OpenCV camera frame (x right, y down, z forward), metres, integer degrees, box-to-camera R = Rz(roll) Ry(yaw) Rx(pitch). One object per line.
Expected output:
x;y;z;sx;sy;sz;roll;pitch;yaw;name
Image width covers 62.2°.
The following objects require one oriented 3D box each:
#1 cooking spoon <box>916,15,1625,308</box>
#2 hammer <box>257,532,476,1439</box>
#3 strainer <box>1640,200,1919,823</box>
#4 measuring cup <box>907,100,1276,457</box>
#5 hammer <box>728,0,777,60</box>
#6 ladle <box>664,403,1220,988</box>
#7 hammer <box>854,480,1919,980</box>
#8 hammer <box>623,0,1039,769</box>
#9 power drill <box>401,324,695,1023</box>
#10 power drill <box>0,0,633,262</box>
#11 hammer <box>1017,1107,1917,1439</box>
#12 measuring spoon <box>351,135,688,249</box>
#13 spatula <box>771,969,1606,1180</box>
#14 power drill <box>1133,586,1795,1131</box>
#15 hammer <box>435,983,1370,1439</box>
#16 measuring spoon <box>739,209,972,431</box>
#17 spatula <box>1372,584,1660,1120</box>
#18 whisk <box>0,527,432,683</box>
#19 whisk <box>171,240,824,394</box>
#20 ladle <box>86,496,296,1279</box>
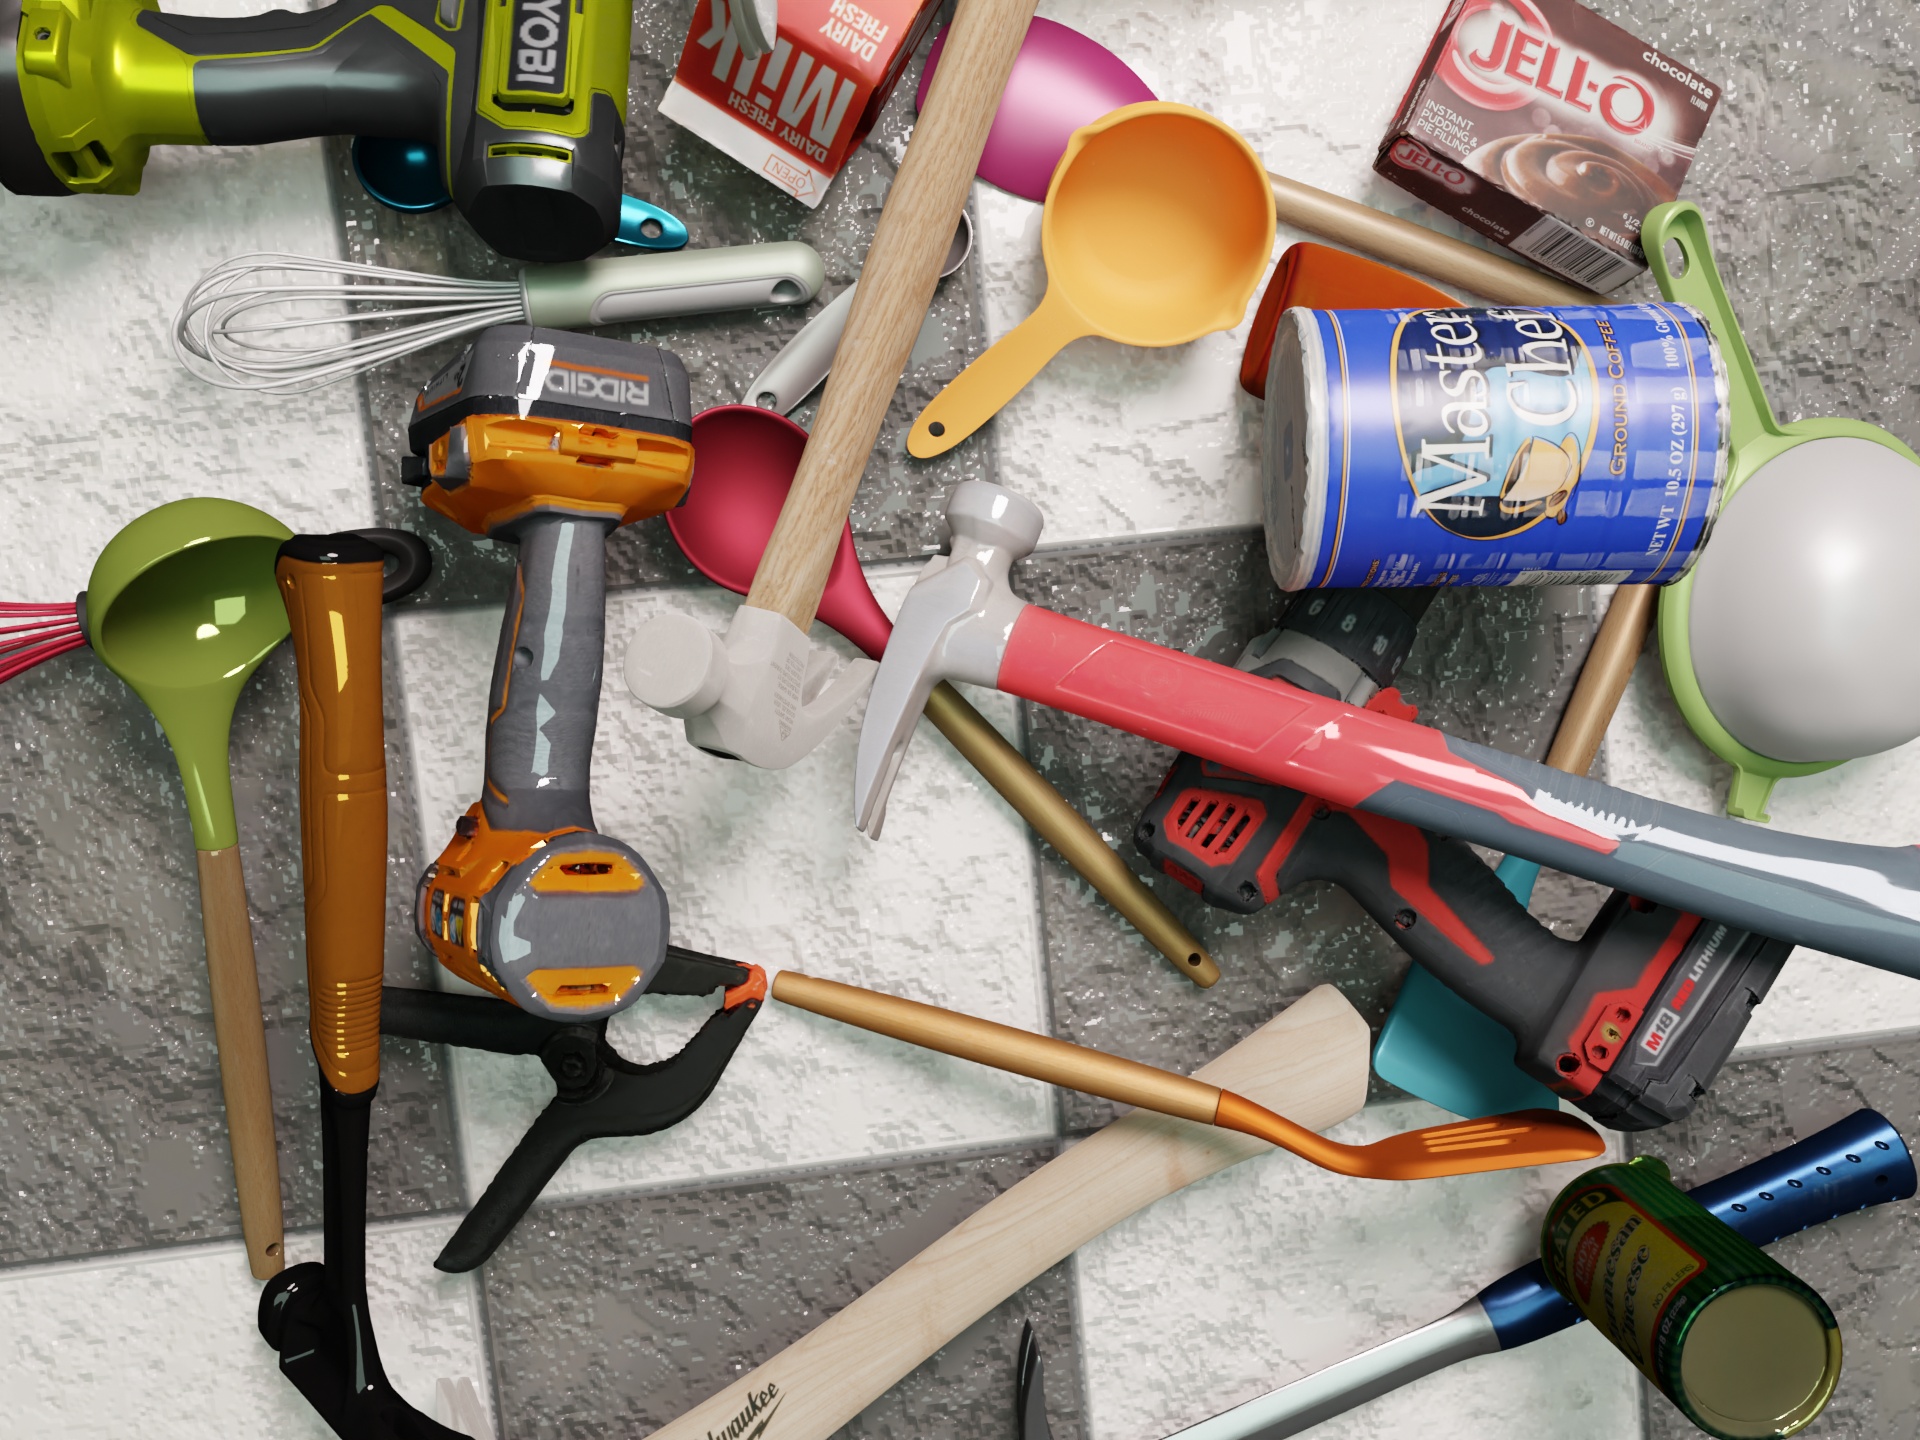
0.137;-0.210;0.646;0.319;0.017;0.069;18;95;-6;cooking spoon
-0.220;0.102;0.574;0.034;0.127;0.336;-9;108;-44;hammer
0.336;-0.087;0.619;0.151;0.069;0.256;-35;110;-8;strainer
0.044;-0.169;0.631;0.173;0.052;0.095;-39;109;21;measuring cup
0.089;-0.308;0.574;0.359;0.037;0.149;-5;107;-21;hammer
-0.001;-0.002;0.649;0.069;0.031;0.315;-45;99;-4;ladle
0.152;0.032;0.567;0.386;0.038;0.143;18;81;15;hammer
-0.028;-0.140;0.579;0.031;0.130;0.331;14;78;19;hammer
-0.159;-0.013;0.582;0.084;0.164;0.226;3;87;-31;power drill
-0.232;-0.257;0.575;0.223;0.080;0.171;1;73;-7;power drill
0.215;0.259;0.683;0.405;0.035;0.144;-22;96;-2;hammer
-0.171;-0.204;0.625;0.128;0.021;0.042;13;77;-14;measuring spoon
0.079;0.137;0.627;0.322;0.081;0.041;13;90;11;spatula
0.205;0.030;0.619;0.227;0.080;0.188;33;84;16;power drill
-0.013;0.226;0.650;0.410;0.038;0.146;-33;69;-7;hammer
-0.044;-0.161;0.640;0.124;0.018;0.034;-43;89;7;measuring spoon
0.262;0.013;0.662;0.082;0.044;0.317;22;92;-1;spatula
-0.352;-0.033;0.606;0.296;0.073;0.073;-13;96;-10;whisk
-0.174;-0.161;0.613;0.246;0.057;0.059;-8;65;-8;whisk
-0.273;0.075;0.601;0.078;0.062;0.320;-16;113;-45;ladle
